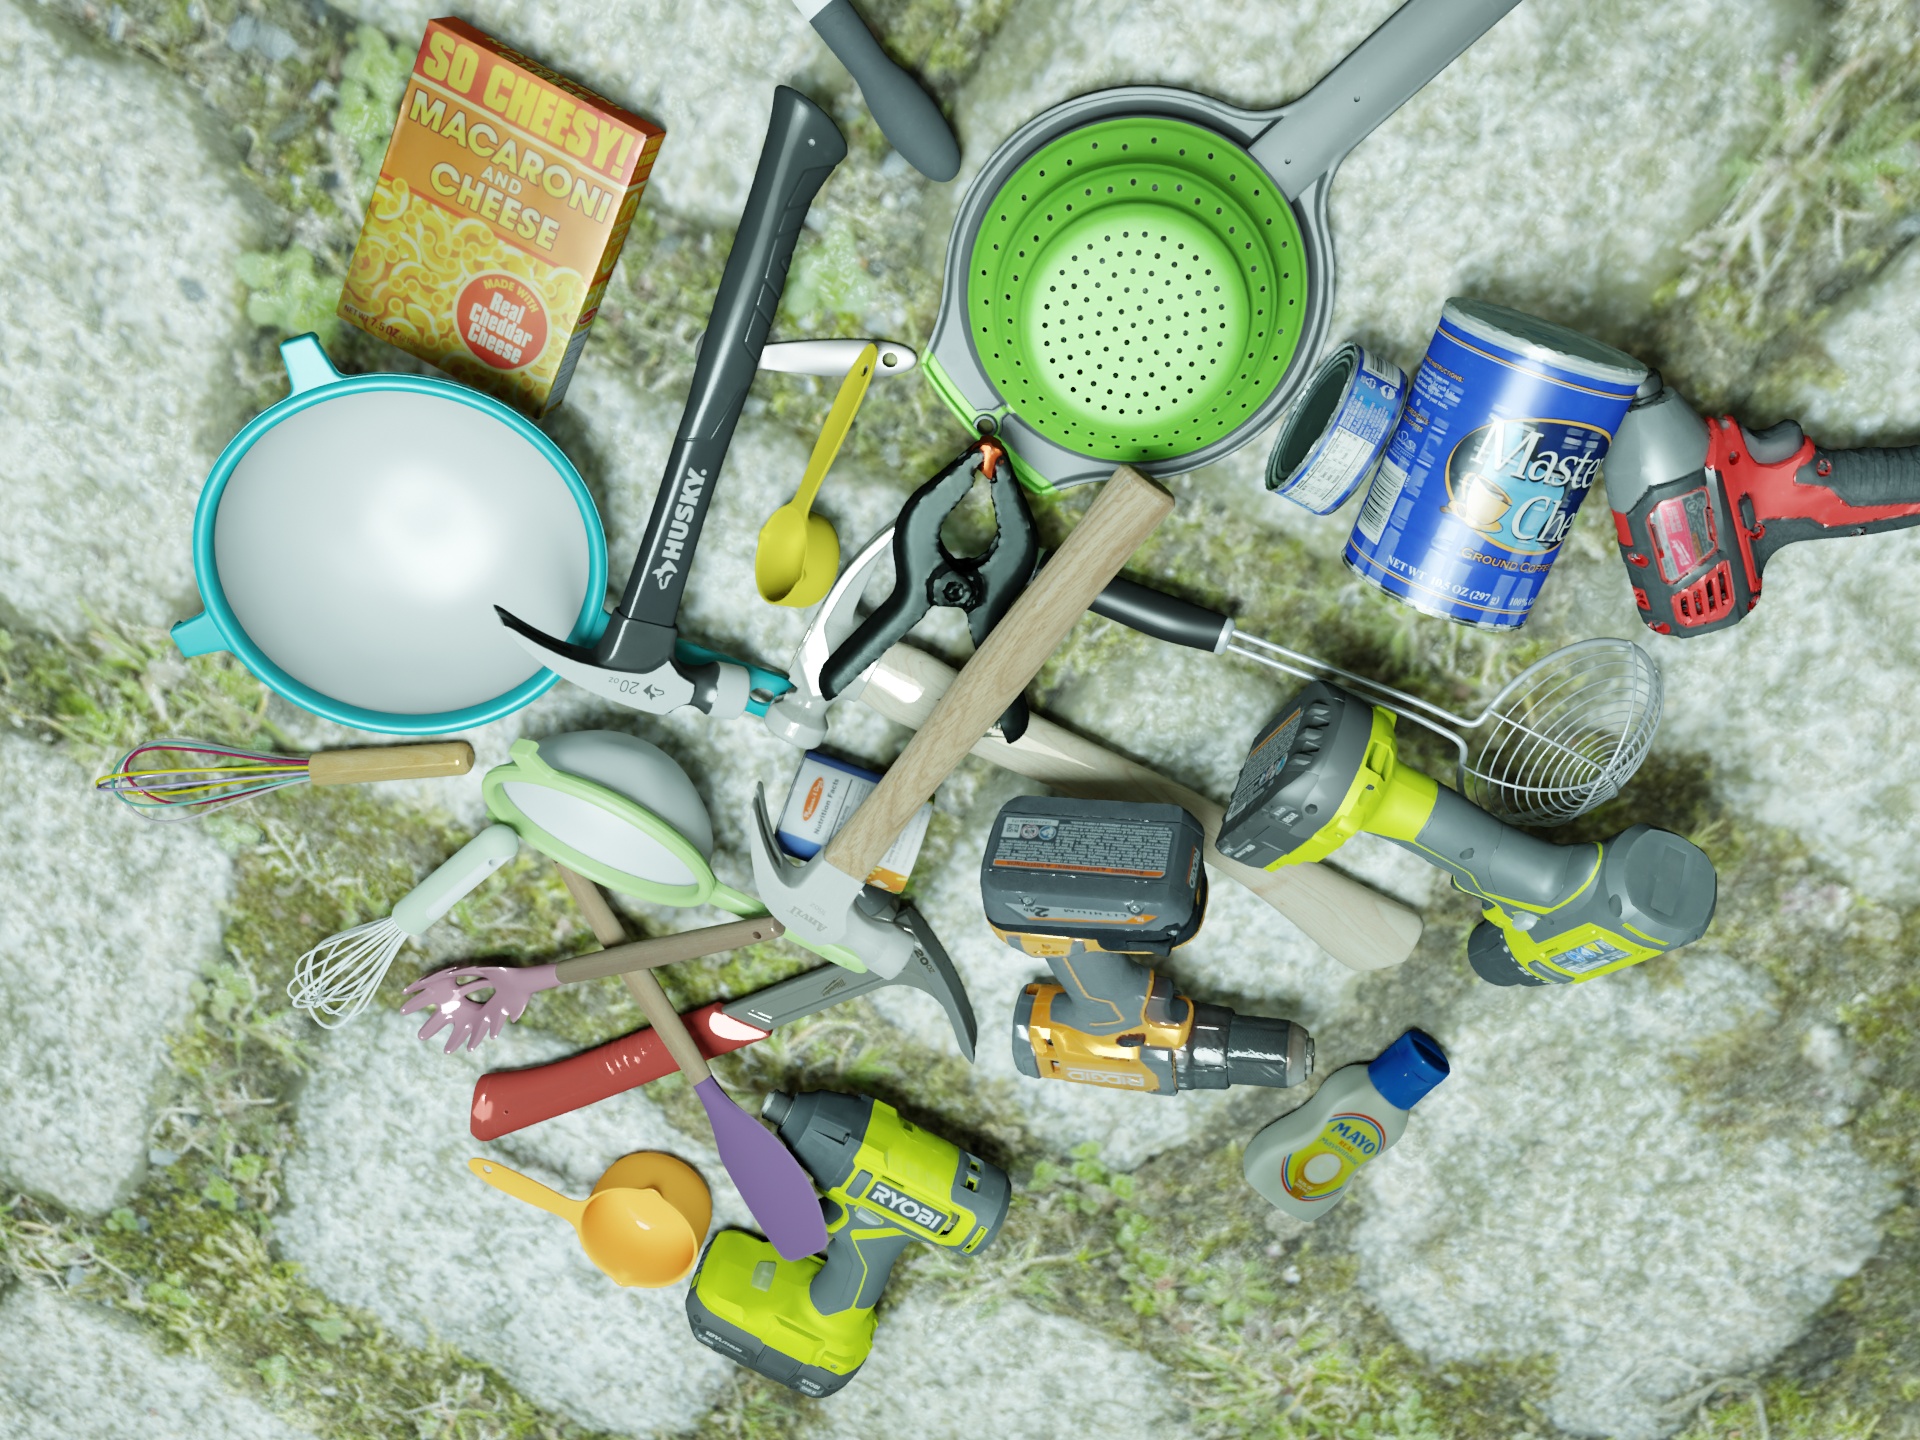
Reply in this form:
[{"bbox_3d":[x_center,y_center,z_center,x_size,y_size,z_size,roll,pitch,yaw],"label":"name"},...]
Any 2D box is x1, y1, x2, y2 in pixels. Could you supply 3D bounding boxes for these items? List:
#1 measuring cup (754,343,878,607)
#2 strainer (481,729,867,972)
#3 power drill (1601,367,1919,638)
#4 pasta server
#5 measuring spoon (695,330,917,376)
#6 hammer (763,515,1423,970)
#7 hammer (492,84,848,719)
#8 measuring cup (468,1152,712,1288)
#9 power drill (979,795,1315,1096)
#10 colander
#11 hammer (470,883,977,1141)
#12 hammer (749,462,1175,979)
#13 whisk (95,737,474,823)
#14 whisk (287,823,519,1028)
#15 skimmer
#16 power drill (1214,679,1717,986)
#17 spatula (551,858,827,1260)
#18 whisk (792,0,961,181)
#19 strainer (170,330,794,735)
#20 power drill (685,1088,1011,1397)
[{"bbox_3d":[-0.070,-0.133,0.884,0.029,0.062,0.156,12,113,-37],"label":"measuring cup"},{"bbox_3d":[-0.159,0.071,0.965,0.256,0.069,0.151,28,154,-11],"label":"strainer"},{"bbox_3d":[0.442,-0.138,0.803,0.219,0.079,0.143,-18,111,18],"label":"power drill"},{"bbox_3d":[-0.236,0.160,1.002,0.316,0.040,0.060,-16,112,32],"label":"pasta server"},{"bbox_3d":[-0.086,-0.197,0.870,0.124,0.018,0.034,2,115,5],"label":"measuring spoon"},{"bbox_3d":[0.098,0.032,0.941,0.410,0.038,0.146,27,107,-8],"label":"hammer"},{"bbox_3d":[-0.137,-0.164,0.841,0.146,0.035,0.334,12,107,-30],"label":"hammer"},{"bbox_3d":[-0.258,0.332,1.122,0.173,0.052,0.095,23,116,3],"label":"measuring cup"},{"bbox_3d":[0.111,0.146,0.934,0.185,0.084,0.226,3,137,17],"label":"power drill"},{"bbox_3d":[0.147,-0.256,0.771,0.397,0.095,0.204,-39,105,21],"label":"colander"},{"bbox_3d":[-0.172,0.219,1.065,0.359,0.037,0.149,-23,110,16],"label":"hammer"},{"bbox_3d":[-0.001,-0.003,0.865,0.130,0.031,0.331,32,112,-15],"label":"hammer"},{"bbox_3d":[-0.429,0.032,1.012,0.245,0.051,0.047,-4,135,4],"label":"whisk"},{"bbox_3d":[-0.358,0.131,1.020,0.246,0.057,0.059,-36,69,31],"label":"whisk"},{"bbox_3d":[0.212,-0.038,0.902,0.363,0.090,0.127,21,124,8],"label":"skimmer"},{"bbox_3d":[0.265,0.078,0.878,0.228,0.080,0.190,25,158,-1],"label":"power drill"},{"bbox_3d":[-0.178,0.208,1.021,0.060,0.018,0.316,-33,90,32],"label":"spatula"},{"bbox_3d":[-0.092,-0.379,0.769,0.070,0.070,0.284,-33,111,20],"label":"whisk"},{"bbox_3d":[-0.253,-0.083,0.916,0.340,0.095,0.211,21,112,-26],"label":"strainer"},{"bbox_3d":[-0.091,0.348,1.081,0.171,0.080,0.223,29,119,-7],"label":"power drill"}]
